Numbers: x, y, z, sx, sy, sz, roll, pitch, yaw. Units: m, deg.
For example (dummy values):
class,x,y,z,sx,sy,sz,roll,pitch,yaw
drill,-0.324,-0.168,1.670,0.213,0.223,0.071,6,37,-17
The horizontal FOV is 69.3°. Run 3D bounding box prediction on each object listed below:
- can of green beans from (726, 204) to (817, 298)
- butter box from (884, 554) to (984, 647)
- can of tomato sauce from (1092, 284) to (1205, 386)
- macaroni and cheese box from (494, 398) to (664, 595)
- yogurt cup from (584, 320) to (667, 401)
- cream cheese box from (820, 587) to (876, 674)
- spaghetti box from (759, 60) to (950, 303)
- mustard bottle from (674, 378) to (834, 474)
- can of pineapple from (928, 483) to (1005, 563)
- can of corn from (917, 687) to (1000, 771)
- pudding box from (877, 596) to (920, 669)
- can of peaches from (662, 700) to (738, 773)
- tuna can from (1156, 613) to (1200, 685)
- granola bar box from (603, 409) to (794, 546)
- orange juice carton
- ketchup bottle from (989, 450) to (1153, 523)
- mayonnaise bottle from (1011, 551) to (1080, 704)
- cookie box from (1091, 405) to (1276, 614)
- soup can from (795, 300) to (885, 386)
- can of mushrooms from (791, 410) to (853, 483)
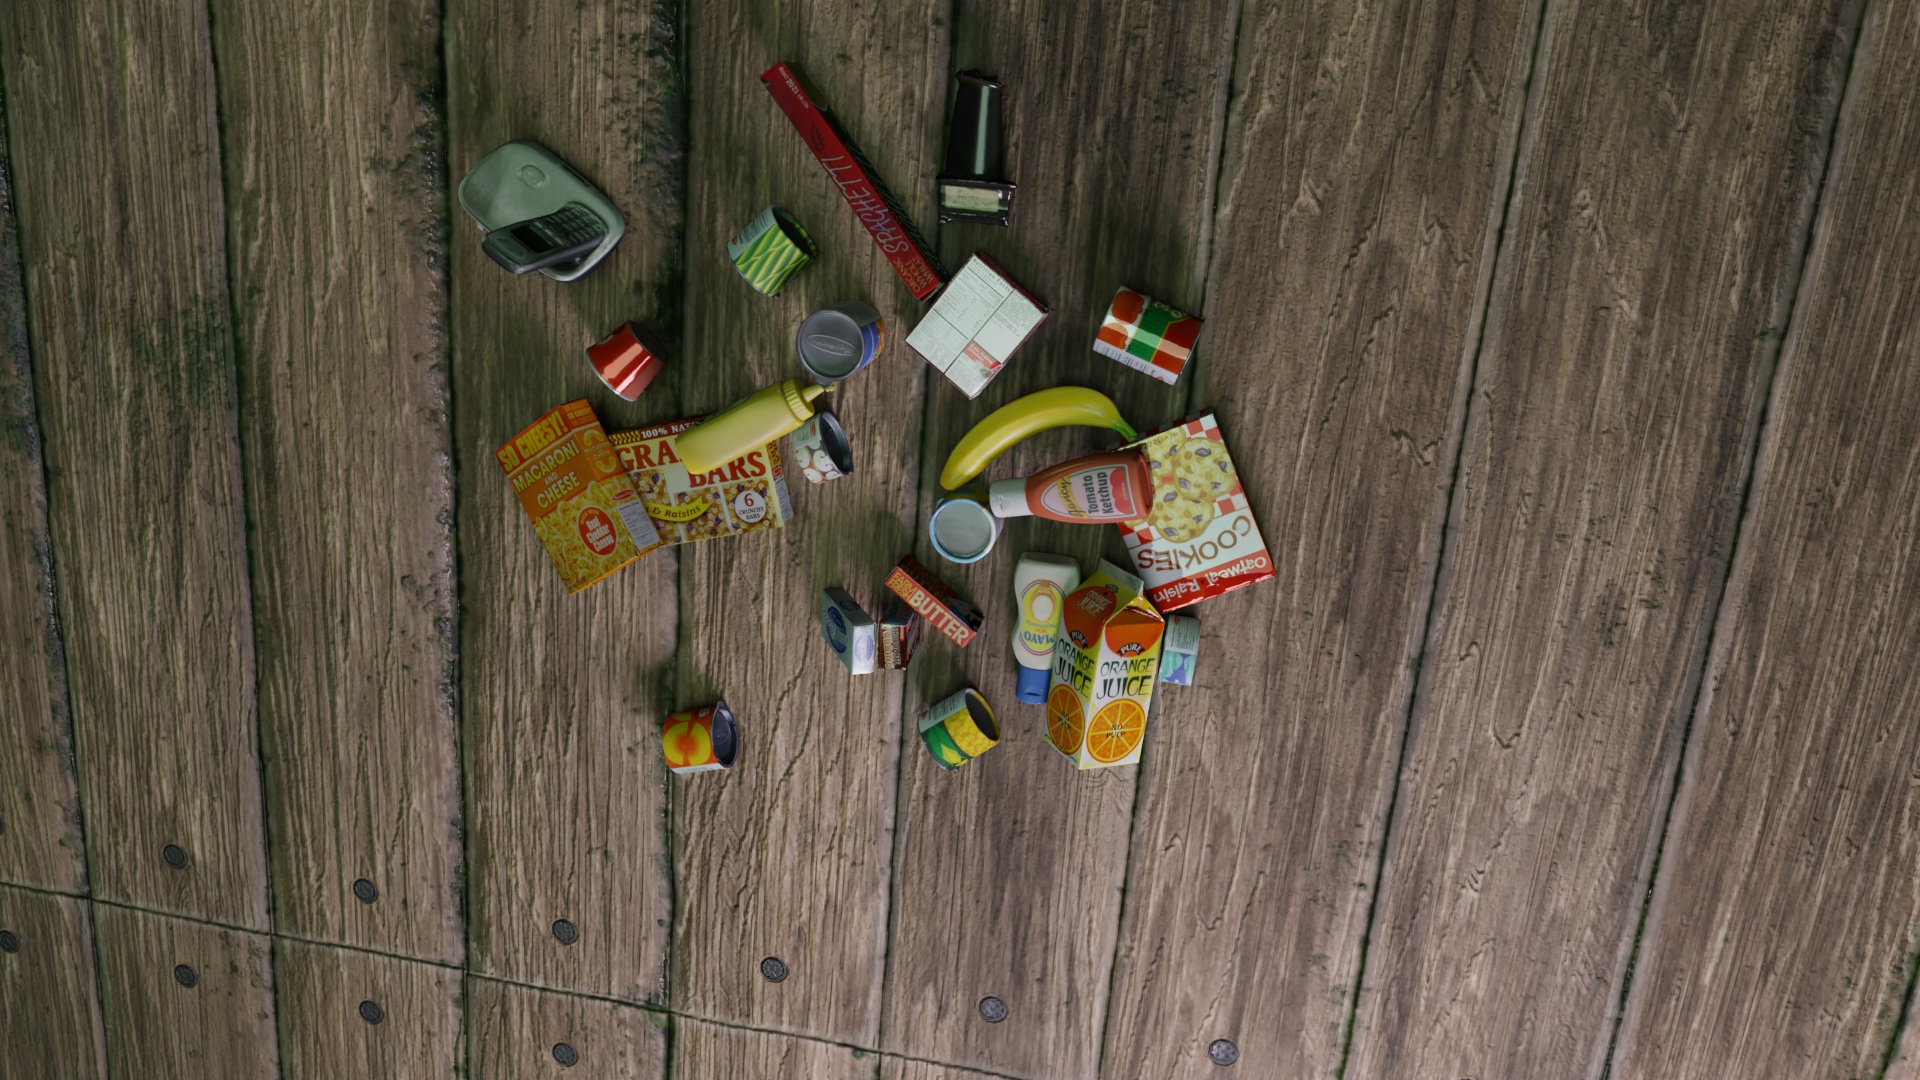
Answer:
class,x,y,z,sx,sy,sz,roll,pitch,yaw
can of green beans,-0.177,-0.273,1.307,0.057,0.071,0.071,-37,96,18
butter box,-0.026,0.059,1.378,0.103,0.053,0.024,40,107,-2
can of tomato sauce,0.172,-0.189,1.265,0.083,0.071,0.071,25,109,4
macaroni and cheese box,-0.385,-0.043,1.398,0.123,0.040,0.166,-26,92,36
yogurt cup,-0.325,-0.179,1.364,0.054,0.072,0.072,-40,95,10
cream cheese box,-0.112,0.089,1.381,0.024,0.104,0.053,-4,110,-23
spaghetti box,-0.094,-0.331,1.284,0.028,0.050,0.250,-34,97,19
mustard bottle,-0.191,-0.116,1.316,0.160,0.065,0.048,-25,102,10
can of pineapple,0.005,-0.017,1.348,0.071,0.058,0.070,3,106,10
can of corn,0.000,0.192,1.403,0.058,0.071,0.071,-33,97,17
pudding box,-0.061,0.091,1.378,0.030,0.084,0.049,3,106,7
can of peaches,-0.274,0.207,1.460,0.058,0.071,0.071,-9,104,14
tuna can,0.210,0.107,1.341,0.033,0.071,0.070,9,107,7
granola bar box,-0.261,-0.064,1.396,0.165,0.039,0.124,-9,103,13
orange juice carton,0.139,0.117,1.339,0.073,0.072,0.192,-2,109,-29
ketchup bottle,0.102,-0.046,1.294,0.148,0.044,0.064,-5,107,25
mayonnaise bottle,0.080,0.087,1.372,0.065,0.041,0.147,7,106,6
cookie box,0.211,-0.026,1.315,0.123,0.040,0.167,-21,101,15
soup can,-0.112,-0.187,1.309,0.071,0.084,0.071,3,106,10
can of mushrooms,-0.134,-0.089,1.351,0.033,0.071,0.071,-19,101,15
